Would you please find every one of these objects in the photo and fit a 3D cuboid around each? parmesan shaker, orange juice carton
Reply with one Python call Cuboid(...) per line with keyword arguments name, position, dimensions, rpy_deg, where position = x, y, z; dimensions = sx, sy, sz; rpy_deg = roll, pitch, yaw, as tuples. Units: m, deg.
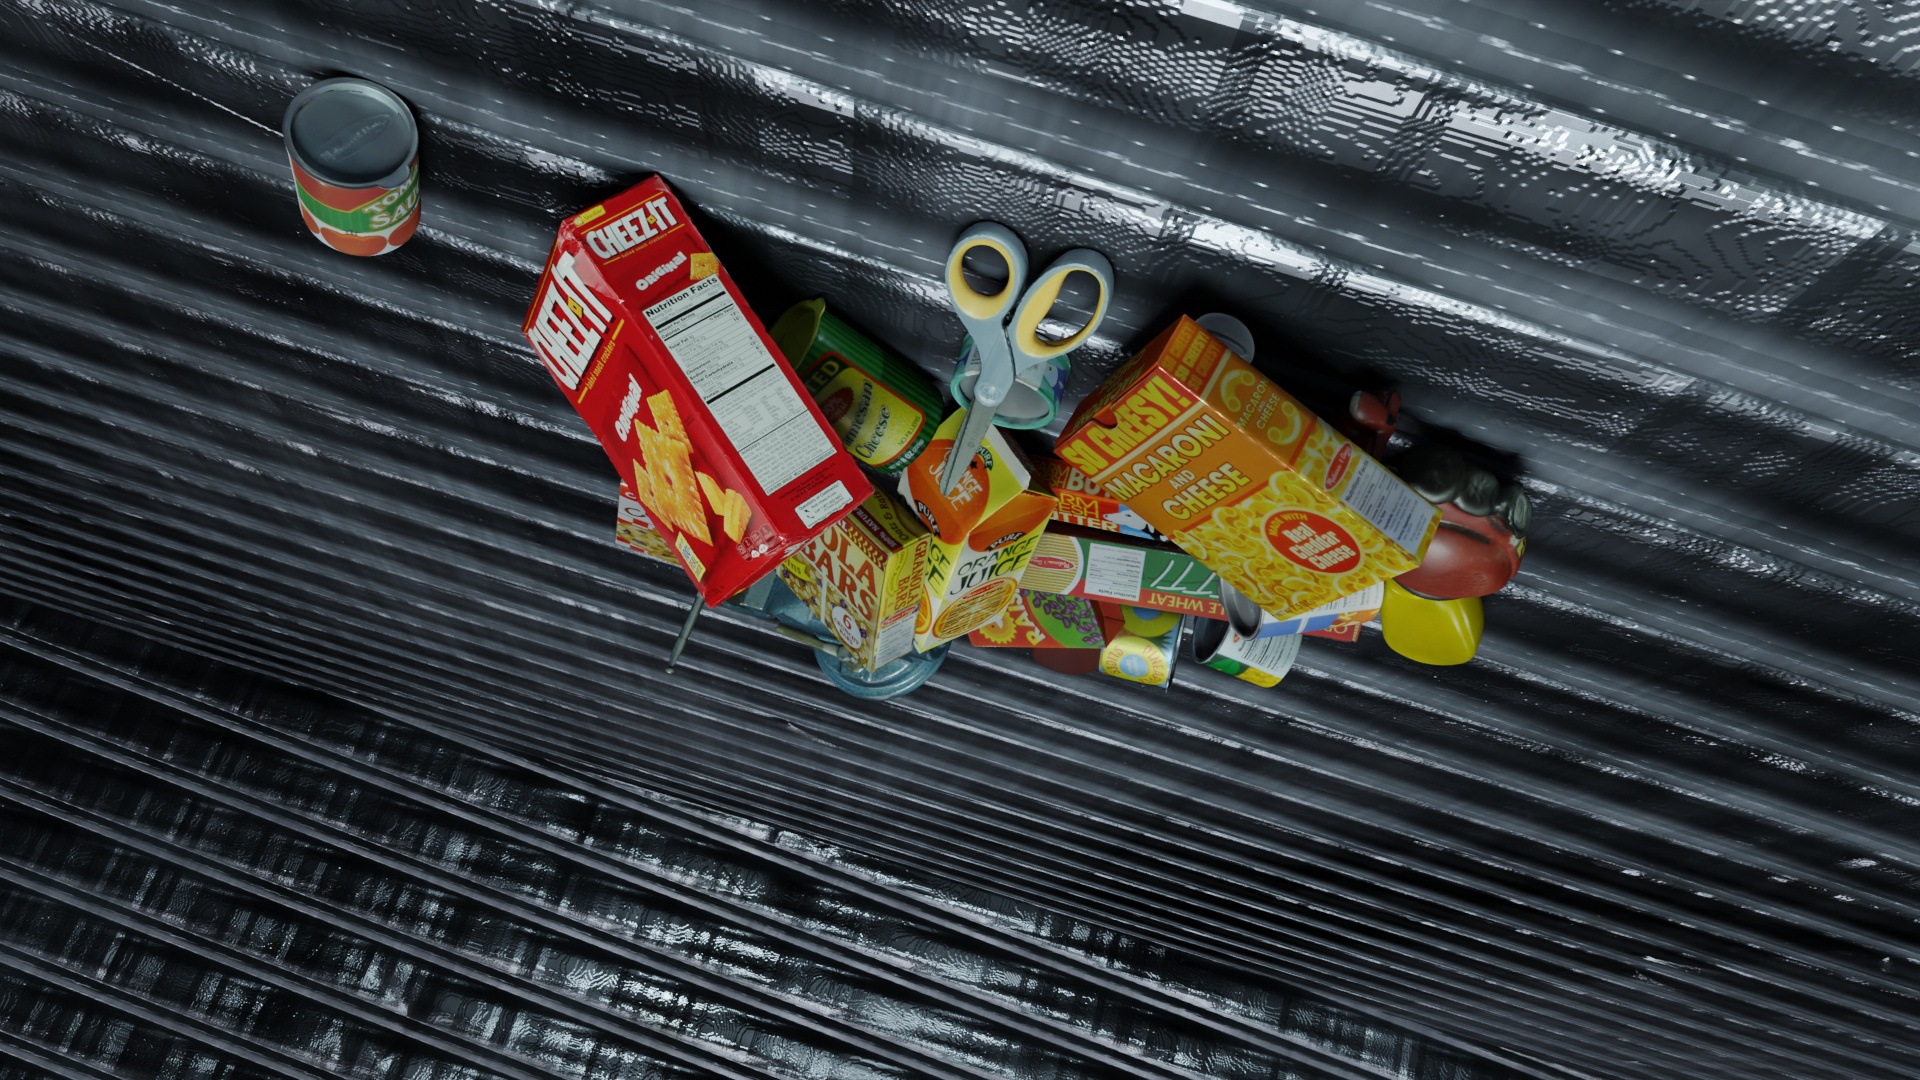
Cuboid(name="parmesan shaker", position=(-0.067, -0.094, 0.849), dimensions=(0.103, 0.071, 0.071), rpy_deg=(31, 154, -32))
Cuboid(name="orange juice carton", position=(0.003, -0.011, 0.915), dimensions=(0.072, 0.073, 0.191), rpy_deg=(56, 151, 23))

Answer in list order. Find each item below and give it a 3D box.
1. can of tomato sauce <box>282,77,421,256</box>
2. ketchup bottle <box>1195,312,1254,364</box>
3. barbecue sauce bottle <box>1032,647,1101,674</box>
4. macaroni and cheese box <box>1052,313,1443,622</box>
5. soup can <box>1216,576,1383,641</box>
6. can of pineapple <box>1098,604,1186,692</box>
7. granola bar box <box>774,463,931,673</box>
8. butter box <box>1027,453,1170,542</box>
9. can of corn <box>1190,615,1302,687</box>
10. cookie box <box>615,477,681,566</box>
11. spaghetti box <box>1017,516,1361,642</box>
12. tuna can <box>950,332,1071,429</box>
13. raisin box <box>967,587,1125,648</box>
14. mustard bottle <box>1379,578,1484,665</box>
Cuboid(name="can of tomato sauce", position=(-0.335, -0.205, 0.774), dimensions=(0.071, 0.071, 0.083), rpy_deg=(22, 158, -13))
Cuboid(name="ketchup bottle", position=(0.119, -0.077, 0.779), dimensions=(0.065, 0.044, 0.148), rpy_deg=(23, 158, -4))
Cuboid(name="barbecue sauce bottle", position=(0.095, 0.069, 1.152), dimensions=(0.065, 0.044, 0.148), rpy_deg=(8, 157, 3))
Cuboid(name="macaroni and cheese box", position=(0.145, -0.031, 0.728), dimensions=(0.166, 0.040, 0.123), rpy_deg=(36, 154, -8))
Cuboid(name="soup can", position=(0.216, 0.026, 0.890), dimensions=(0.084, 0.071, 0.071), rpy_deg=(-7, 162, -12))
Cuboid(name="can of pineapple", position=(0.145, 0.082, 1.109), dimensions=(0.058, 0.071, 0.070), rpy_deg=(12, 158, 13))
Cuboid(name="granola bar box", position=(-0.093, -0.007, 0.947), dimensions=(0.166, 0.039, 0.123), rpy_deg=(44, 144, 27))
Cuboid(name="butter box", position=(0.094, -0.028, 0.941), dimensions=(0.103, 0.024, 0.053), rpy_deg=(12, 159, 12))
Cuboid(name="can of corn", position=(0.213, 0.069, 1.037), dimensions=(0.058, 0.071, 0.071), rpy_deg=(21, 158, -11))
Cuboid(name="cookie box", position=(-0.228, -0.018, 1.187), dimensions=(0.123, 0.040, 0.167), rpy_deg=(20, 159, -8))
Cuboid(name="spaghetti box", position=(0.154, 0.025, 0.965), dimensions=(0.250, 0.029, 0.050), rpy_deg=(9, 120, 8))
Cuboid(name="tuna can", position=(0.029, -0.094, 0.818), dimensions=(0.071, 0.033, 0.070), rpy_deg=(15, 158, 6))
Cuboid(name="raisin box", position=(0.054, 0.037, 1.057), dimensions=(0.123, 0.040, 0.085), rpy_deg=(-3, 120, 35))
Cuboid(name="mustard bottle", position=(0.303, 0.032, 0.899), dimensions=(0.065, 0.049, 0.159), rpy_deg=(7, 156, 25))
